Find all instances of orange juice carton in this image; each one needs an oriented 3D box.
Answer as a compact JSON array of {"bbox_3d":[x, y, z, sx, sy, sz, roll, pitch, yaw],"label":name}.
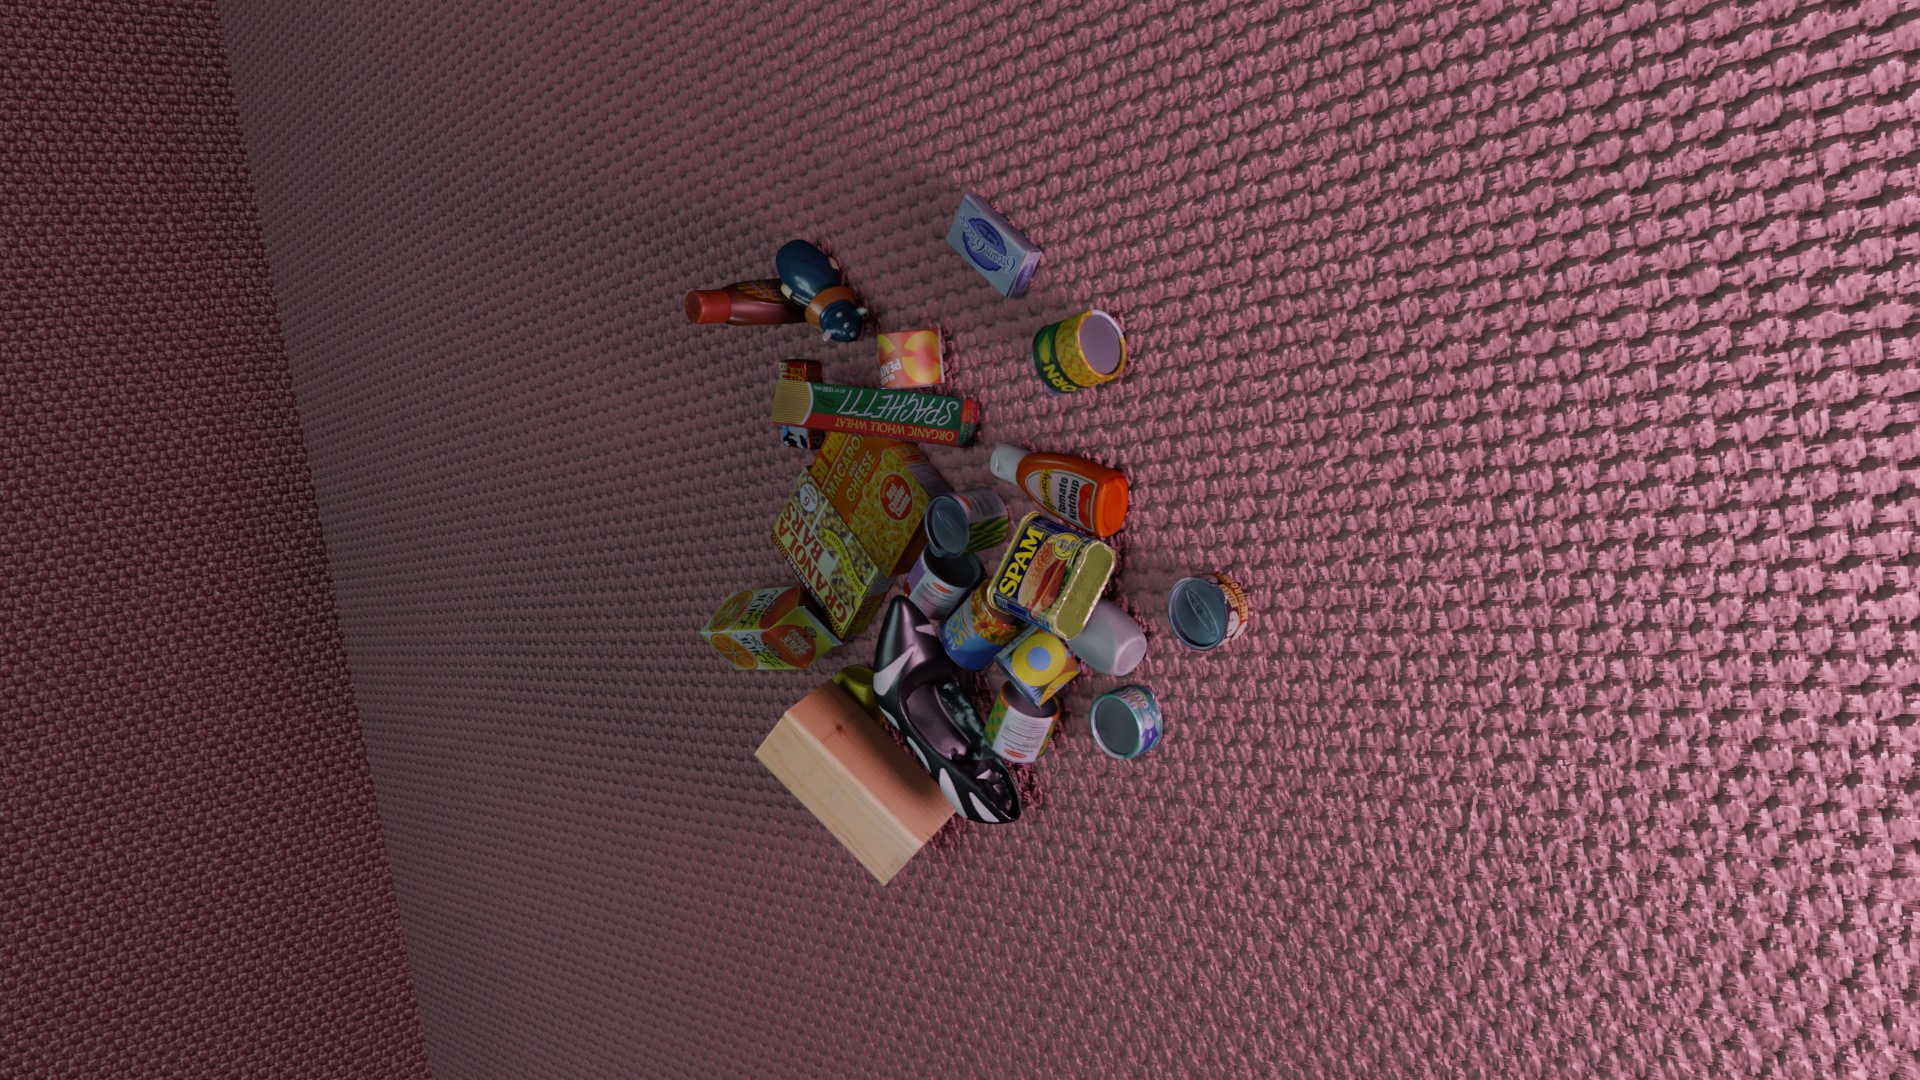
[{"bbox_3d":[-0.220,0.105,1.661,0.192,0.073,0.071,-7,132,48],"label":"orange juice carton"}]

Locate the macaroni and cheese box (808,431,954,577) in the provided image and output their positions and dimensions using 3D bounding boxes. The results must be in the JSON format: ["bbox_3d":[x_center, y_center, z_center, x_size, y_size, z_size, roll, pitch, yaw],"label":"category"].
[{"bbox_3d":[-0.088,-0.062,1.520,0.167,0.040,0.123,52,131,25],"label":"macaroni and cheese box"}]

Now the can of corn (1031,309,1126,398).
[{"bbox_3d":[0.108,-0.169,1.259,0.058,0.071,0.071,-13,90,48],"label":"can of corn"}]

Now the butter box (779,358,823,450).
[{"bbox_3d":[-0.184,-0.158,1.613,0.053,0.024,0.103,13,109,46],"label":"butter box"}]

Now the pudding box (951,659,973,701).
[{"bbox_3d":[-0.013,0.157,1.500,0.050,0.030,0.083,16,111,43],"label":"pudding box"}]

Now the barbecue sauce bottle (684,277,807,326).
[{"bbox_3d":[-0.234,-0.264,1.547,0.065,0.149,0.043,43,129,32],"label":"barbecue sauce bottle"}]

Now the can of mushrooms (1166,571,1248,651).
[{"bbox_3d":[0.219,0.060,1.221,0.071,0.033,0.071,14,110,45],"label":"can of mushrooms"}]

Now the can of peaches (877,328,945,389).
[{"bbox_3d":[-0.053,-0.187,1.428,0.071,0.071,0.058,5,103,47],"label":"can of peaches"}]

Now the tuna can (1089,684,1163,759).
[{"bbox_3d":[0.157,0.171,1.316,0.071,0.033,0.071,15,111,45],"label":"tuna can"}]

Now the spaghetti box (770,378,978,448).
[{"bbox_3d":[-0.094,-0.136,1.468,0.250,0.029,0.050,9,90,32],"label":"spaghetti box"}]

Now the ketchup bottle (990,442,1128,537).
[{"bbox_3d":[0.092,-0.056,1.323,0.149,0.044,0.064,26,125,42],"label":"ketchup bottle"}]

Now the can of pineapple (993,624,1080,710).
[{"bbox_3d":[0.076,0.122,1.354,0.071,0.058,0.071,49,173,9],"label":"can of pineapple"}]

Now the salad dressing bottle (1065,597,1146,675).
[{"bbox_3d":[0.112,0.073,1.334,0.148,0.044,0.064,37,126,38],"label":"salad dressing bottle"}]

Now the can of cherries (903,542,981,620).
[{"bbox_3d":[-0.019,0.040,1.454,0.071,0.072,0.058,53,134,24],"label":"can of cherries"}]

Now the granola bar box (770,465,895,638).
[{"bbox_3d":[-0.147,0.011,1.603,0.166,0.039,0.123,53,133,25],"label":"granola bar box"}]

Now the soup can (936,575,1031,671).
[{"bbox_3d":[0.026,0.083,1.409,0.071,0.071,0.083,59,135,19],"label":"soup can"}]

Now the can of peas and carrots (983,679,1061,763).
[{"bbox_3d":[0.063,0.179,1.398,0.071,0.071,0.058,42,127,33],"label":"can of peas and carrots"}]

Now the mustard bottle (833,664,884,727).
[{"bbox_3d":[-0.126,0.225,1.626,0.065,0.049,0.159,27,120,32],"label":"mustard bottle"}]

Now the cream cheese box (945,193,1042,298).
[{"bbox_3d":[0.031,-0.286,1.346,0.104,0.024,0.053,48,131,28],"label":"cream cheese box"}]

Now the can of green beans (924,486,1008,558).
[{"bbox_3d":[0.006,-0.019,1.414,0.071,0.058,0.071,14,110,45],"label":"can of green beans"}]
